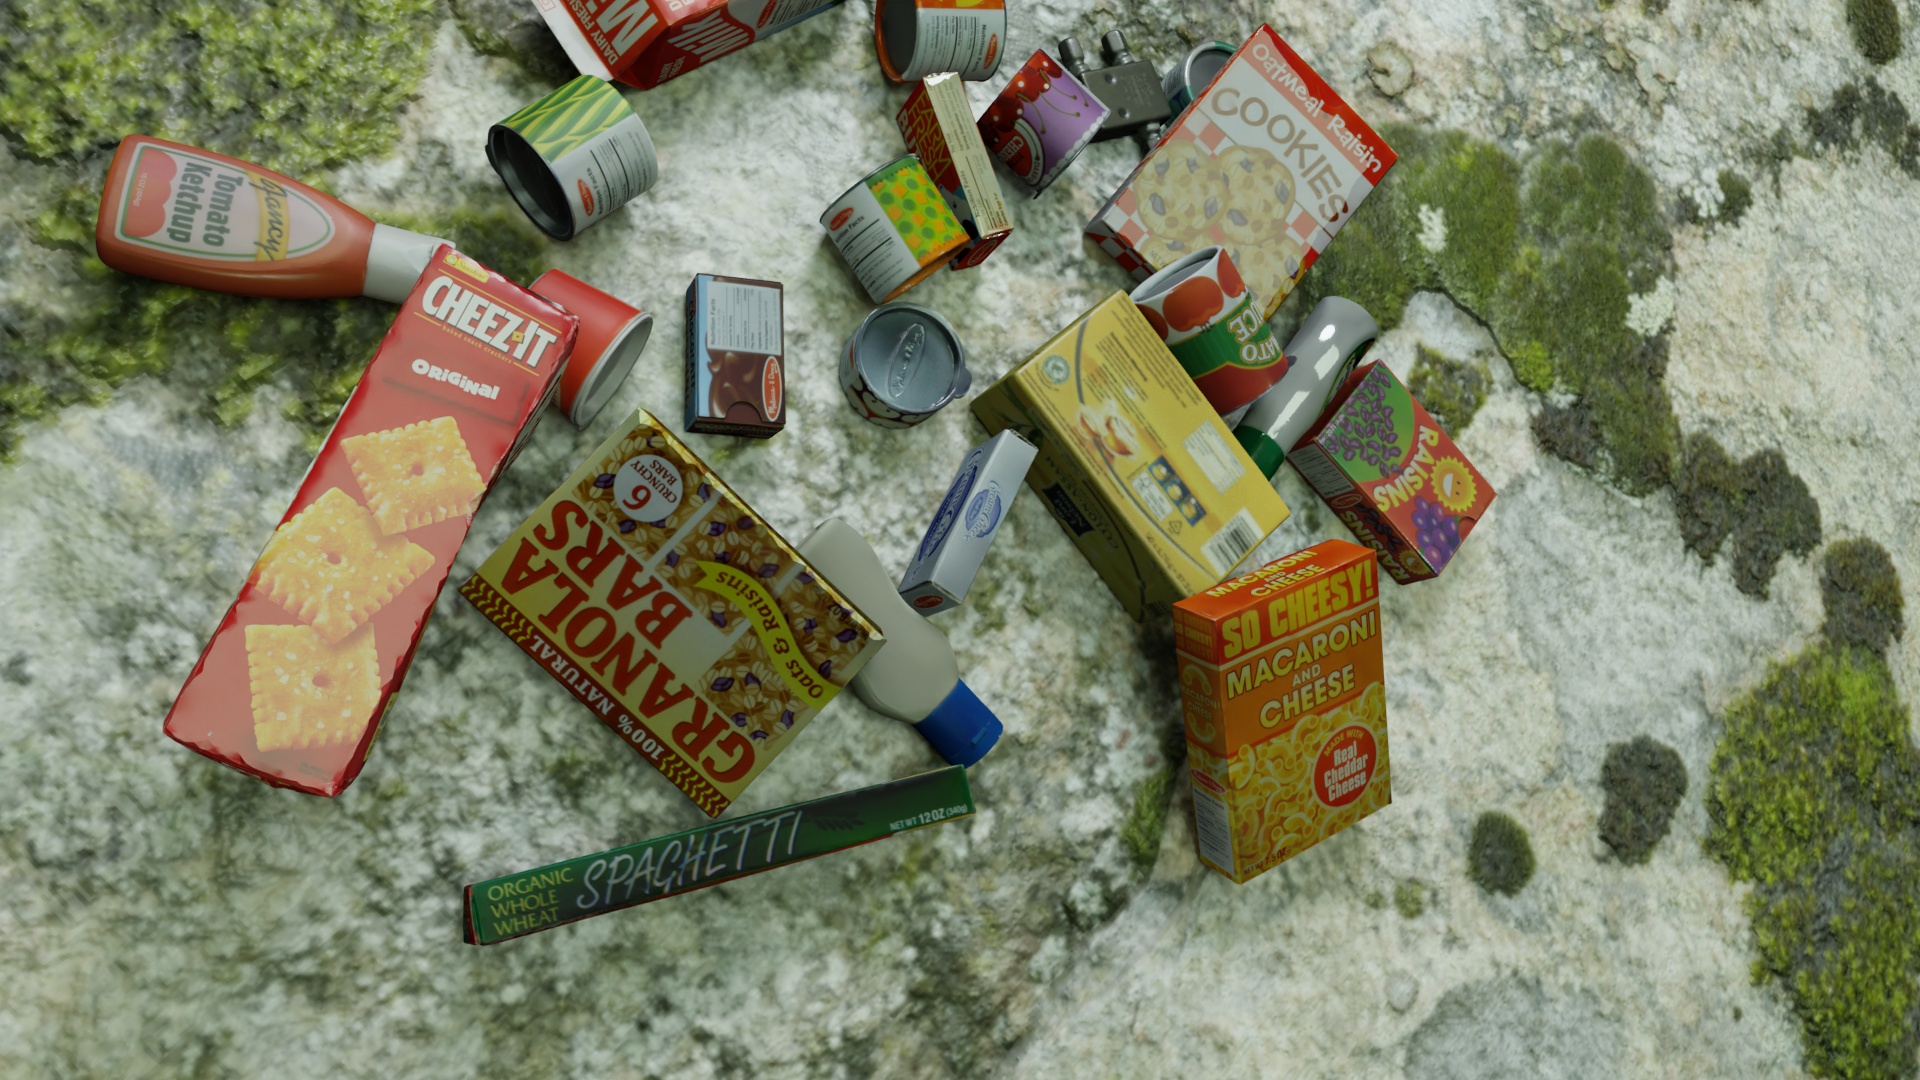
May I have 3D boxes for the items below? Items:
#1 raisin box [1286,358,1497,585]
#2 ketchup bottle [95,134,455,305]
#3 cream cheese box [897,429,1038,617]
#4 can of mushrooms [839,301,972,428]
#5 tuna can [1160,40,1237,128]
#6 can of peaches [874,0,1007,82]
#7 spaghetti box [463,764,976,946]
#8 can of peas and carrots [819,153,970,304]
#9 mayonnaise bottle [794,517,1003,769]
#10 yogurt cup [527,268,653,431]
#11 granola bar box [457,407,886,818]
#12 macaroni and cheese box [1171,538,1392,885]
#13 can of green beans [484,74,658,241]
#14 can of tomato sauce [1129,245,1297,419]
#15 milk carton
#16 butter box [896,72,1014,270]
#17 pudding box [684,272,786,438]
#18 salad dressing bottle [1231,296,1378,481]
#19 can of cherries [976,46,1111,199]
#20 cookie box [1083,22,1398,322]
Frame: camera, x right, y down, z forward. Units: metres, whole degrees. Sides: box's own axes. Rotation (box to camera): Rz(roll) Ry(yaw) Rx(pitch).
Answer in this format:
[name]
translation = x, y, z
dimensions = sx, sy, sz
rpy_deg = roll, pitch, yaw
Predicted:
[raisin box]
translation = 0.282, -0.044, 0.909
dimensions = 0.123, 0.040, 0.086
rpy_deg = 47, 64, -8
[ketchup bottle]
translation = -0.323, -0.144, 0.665
dimensions = 0.149, 0.043, 0.065
rpy_deg = 11, 74, -22
[cream cheese box]
translation = 0.003, -0.010, 0.770
dimensions = 0.024, 0.053, 0.104
rpy_deg = 33, 67, -16
[can of mushrooms]
translation = -0.031, -0.098, 0.787
dimensions = 0.071, 0.033, 0.071
rpy_deg = 6, 75, -22
[tuna can]
translation = 0.170, -0.292, 0.921
dimensions = 0.071, 0.032, 0.071
rpy_deg = 5, 76, -22
[can of peaches]
translation = -0.014, -0.308, 0.828
dimensions = 0.058, 0.071, 0.071
rpy_deg = -10, 82, -25
[spaghetti box]
translation = -0.114, 0.152, 0.683
dimensions = 0.251, 0.050, 0.029
rpy_deg = -10, 81, -25
[can of peas and carrots]
translation = -0.035, -0.176, 0.786
dimensions = 0.071, 0.070, 0.058
rpy_deg = -36, 94, -26
[mayonnaise bottle]
translation = -0.039, 0.060, 0.743
dimensions = 0.148, 0.041, 0.065
rpy_deg = 47, 72, -8
[yogurt cup]
translation = -0.196, -0.100, 0.700
dimensions = 0.054, 0.072, 0.072
rpy_deg = 34, 67, -5
[granola bar box]
translation = -0.139, 0.035, 0.685
dimensions = 0.165, 0.039, 0.124
rpy_deg = 44, 86, -8
[macaroni and cheese box]
translation = 0.186, 0.096, 0.797
dimensions = 0.124, 0.040, 0.165
rpy_deg = -19, 112, -26
[can of green beans]
translation = -0.200, -0.198, 0.719
dimensions = 0.058, 0.071, 0.071
rpy_deg = -42, 96, -26
[can of tomato sauce]
translation = 0.148, -0.124, 0.824
dimensions = 0.071, 0.071, 0.083
rpy_deg = -42, 108, -26
[milk carton]
translation = -0.143, -0.315, 0.767
dimensions = 0.191, 0.073, 0.072
rpy_deg = -36, 94, -26
[butter box]
translation = -0.004, -0.217, 0.817
dimensions = 0.024, 0.053, 0.103
rpy_deg = -18, 85, -23
[pudding box]
translation = -0.122, -0.099, 0.750
dimensions = 0.050, 0.030, 0.084
rpy_deg = 3, 77, -24
[salad dressing bottle]
translation = 0.208, -0.087, 0.877
dimensions = 0.044, 0.064, 0.148
rpy_deg = 35, 74, 8
[can of cherries]
translation = 0.047, -0.252, 0.840
dimensions = 0.058, 0.071, 0.072
rpy_deg = 40, 66, -10
[cookie box]
translation = 0.179, -0.220, 0.878
dimensions = 0.123, 0.040, 0.167
rpy_deg = 41, 83, -10
